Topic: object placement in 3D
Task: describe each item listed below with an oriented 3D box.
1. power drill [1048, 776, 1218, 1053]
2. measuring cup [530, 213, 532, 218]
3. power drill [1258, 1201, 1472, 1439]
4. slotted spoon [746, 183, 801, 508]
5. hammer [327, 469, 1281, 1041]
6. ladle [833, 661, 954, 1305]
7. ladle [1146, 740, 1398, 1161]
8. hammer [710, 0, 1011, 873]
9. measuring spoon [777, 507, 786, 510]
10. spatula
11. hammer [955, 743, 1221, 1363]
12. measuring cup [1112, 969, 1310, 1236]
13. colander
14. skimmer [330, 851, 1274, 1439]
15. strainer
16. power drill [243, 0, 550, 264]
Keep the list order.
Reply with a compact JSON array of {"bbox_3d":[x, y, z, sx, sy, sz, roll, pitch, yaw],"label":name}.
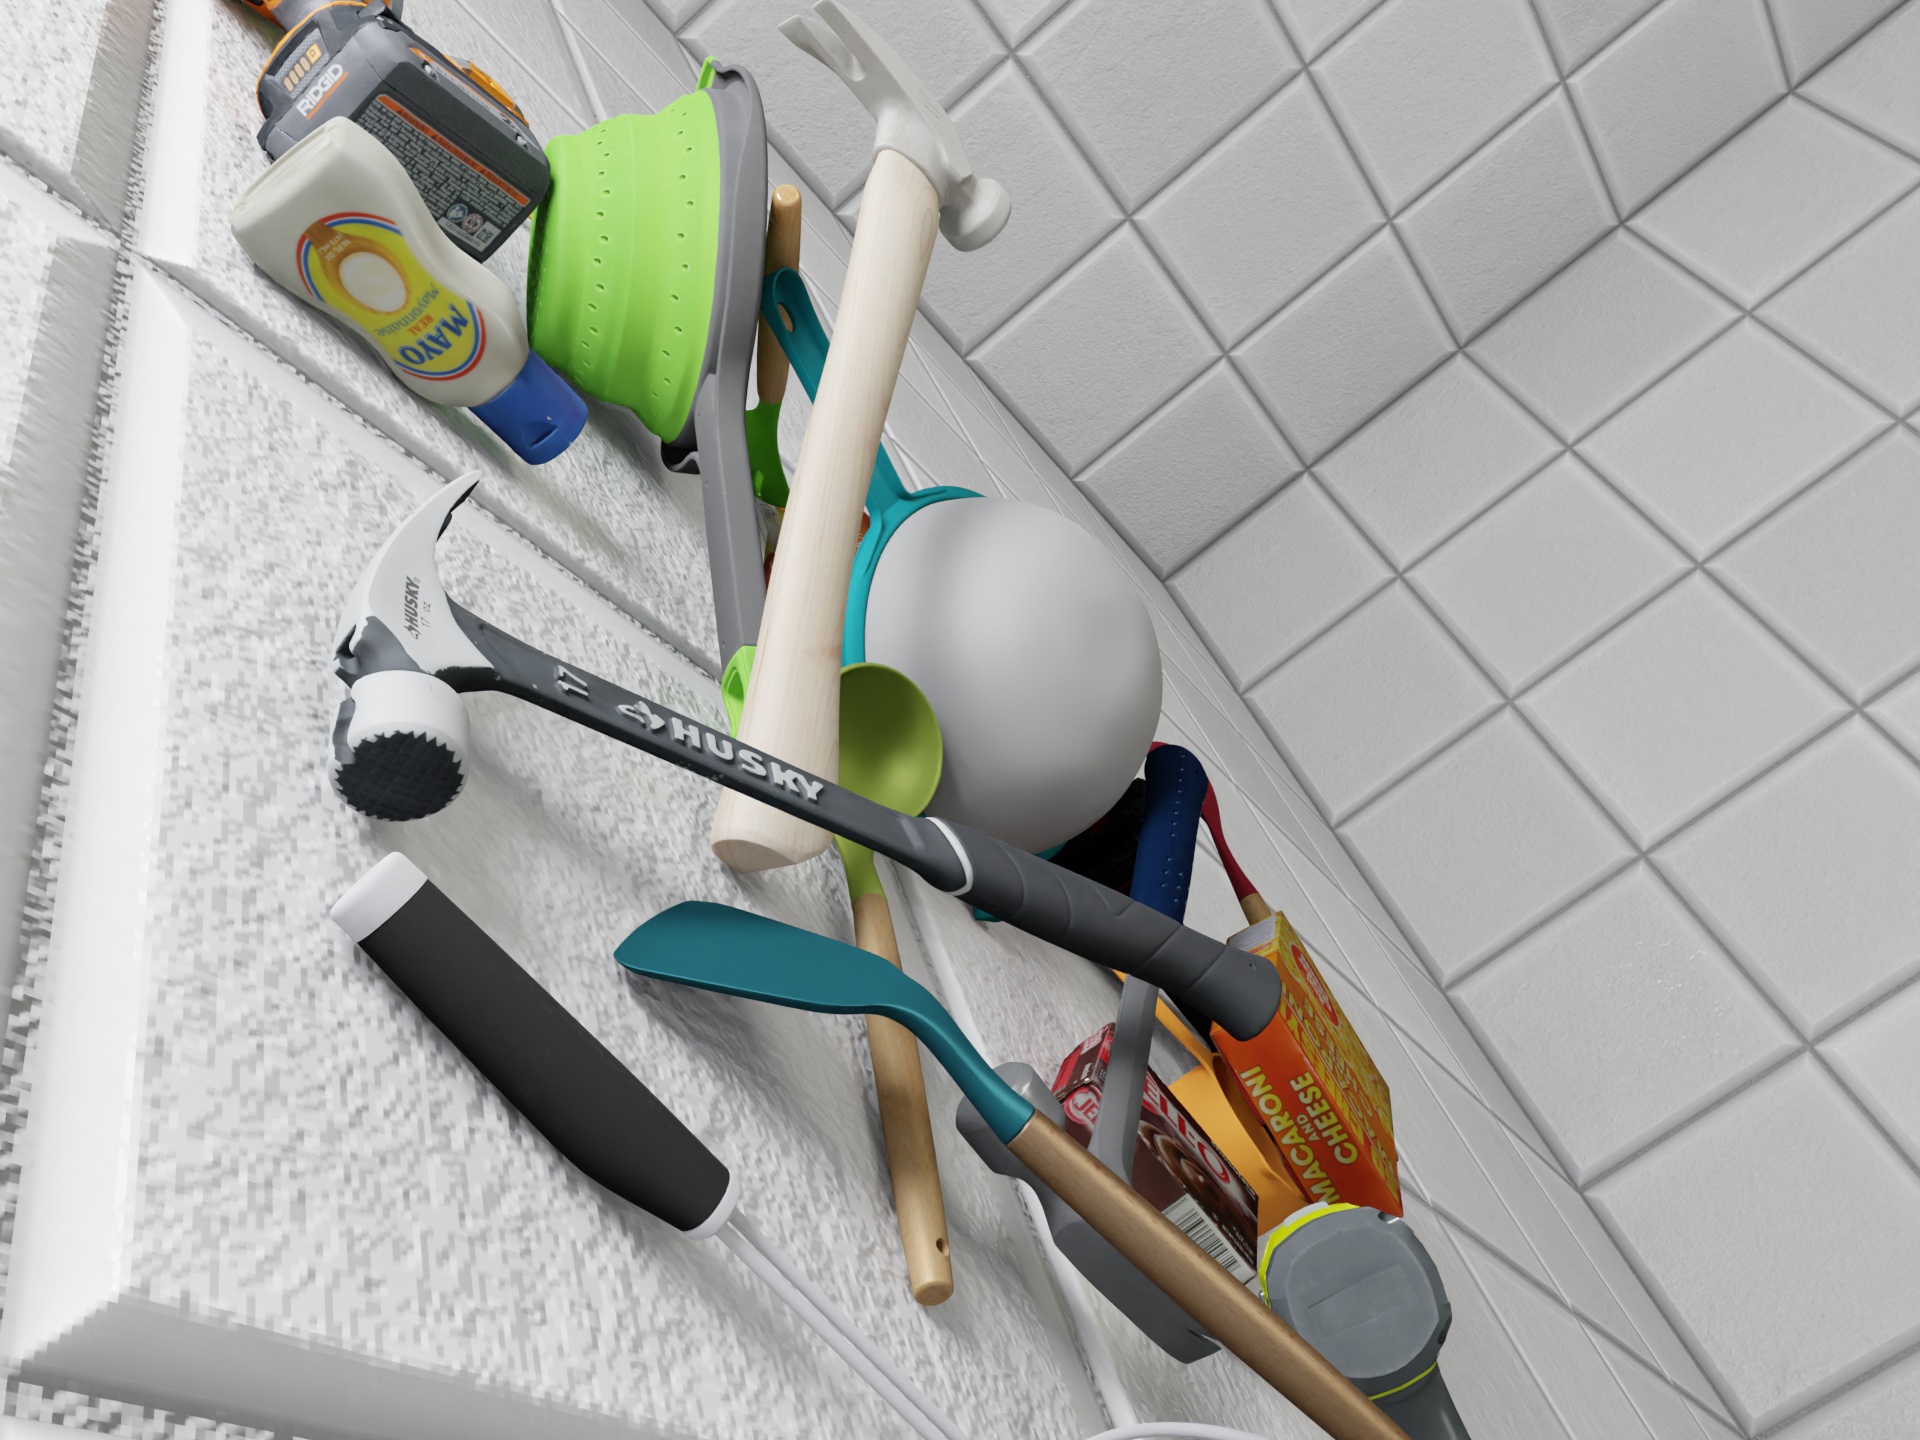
[{"bbox_3d":[0.147,0.151,1.007,0.226,0.080,0.188,54,12,-4],"label":"power drill"},{"bbox_3d":[-0.279,-0.343,0.961,0.062,0.029,0.156,56,11,17],"label":"measuring cup"},{"bbox_3d":[0.186,0.299,0.619,0.190,0.080,0.229,64,1,-70],"label":"power drill"},{"bbox_3d":[-0.105,-0.195,0.877,0.070,0.031,0.313,57,-17,10],"label":"slotted spoon"},{"bbox_3d":[-0.024,0.039,0.568,0.408,0.036,0.149,27,27,-34],"label":"hammer"},{"bbox_3d":[-0.024,0.083,0.626,0.078,0.062,0.320,36,21,-29],"label":"ladle"},{"bbox_3d":[0.193,0.134,1.002,0.069,0.031,0.316,47,15,-57],"label":"ladle"},{"bbox_3d":[-0.056,-0.130,0.684,0.146,0.038,0.411,38,49,-41],"label":"hammer"},{"bbox_3d":[-0.099,-0.117,1.017,0.021,0.011,0.117,38,19,-49],"label":"measuring spoon"},{"bbox_3d":[0.031,0.153,0.505,0.317,0.044,0.082,41,10,2],"label":"spatula"},{"bbox_3d":[0.089,0.114,0.733,0.144,0.035,0.406,52,23,-11],"label":"hammer"},{"bbox_3d":[0.108,0.189,0.810,0.173,0.052,0.095,49,13,-5],"label":"measuring cup"},{"bbox_3d":[-0.153,-0.162,0.760,0.094,0.204,0.398,3,57,-22],"label":"colander"},{"bbox_3d":[-0.003,0.149,0.424,0.363,0.090,0.127,48,1,-13],"label":"skimmer"},{"bbox_3d":[0.013,-0.080,0.800,0.211,0.095,0.340,-51,120,-44],"label":"strainer"},{"bbox_3d":[-0.300,-0.324,0.731,0.227,0.084,0.164,53,13,24],"label":"power drill"}]
